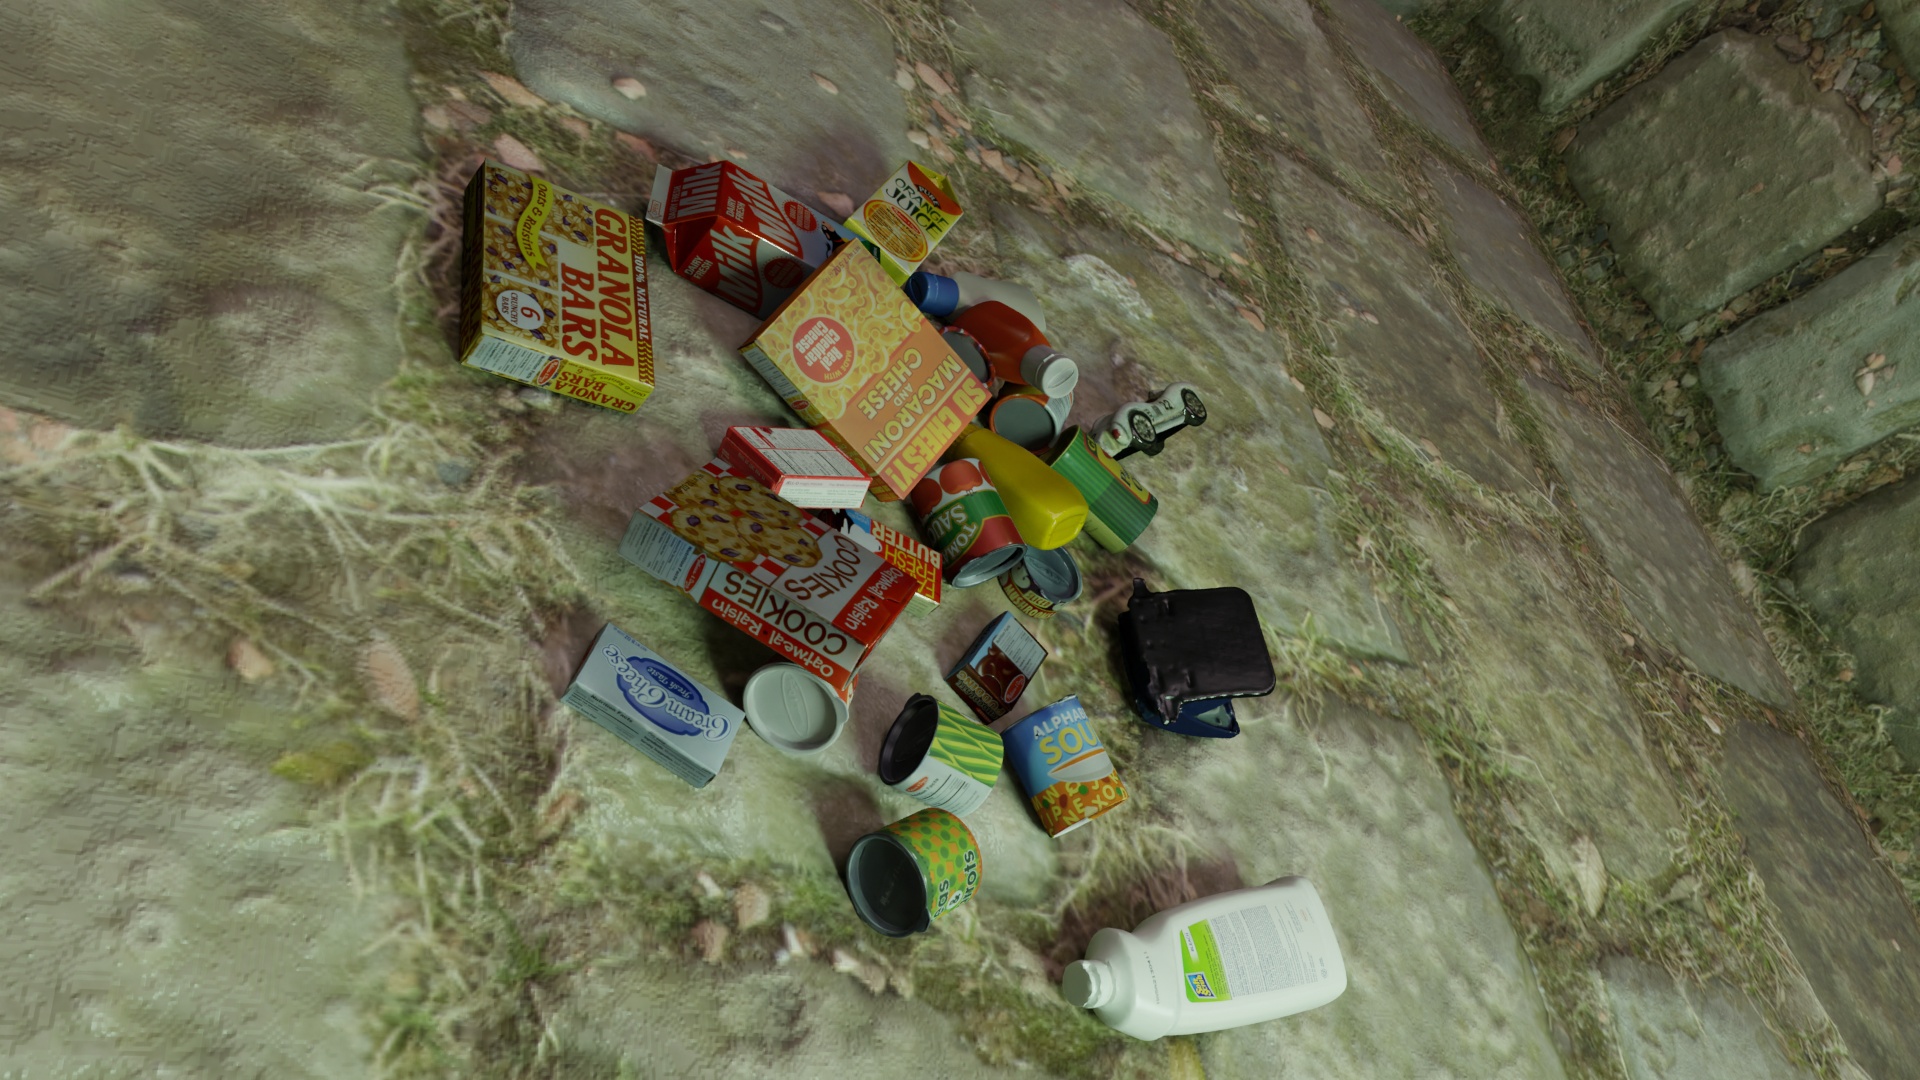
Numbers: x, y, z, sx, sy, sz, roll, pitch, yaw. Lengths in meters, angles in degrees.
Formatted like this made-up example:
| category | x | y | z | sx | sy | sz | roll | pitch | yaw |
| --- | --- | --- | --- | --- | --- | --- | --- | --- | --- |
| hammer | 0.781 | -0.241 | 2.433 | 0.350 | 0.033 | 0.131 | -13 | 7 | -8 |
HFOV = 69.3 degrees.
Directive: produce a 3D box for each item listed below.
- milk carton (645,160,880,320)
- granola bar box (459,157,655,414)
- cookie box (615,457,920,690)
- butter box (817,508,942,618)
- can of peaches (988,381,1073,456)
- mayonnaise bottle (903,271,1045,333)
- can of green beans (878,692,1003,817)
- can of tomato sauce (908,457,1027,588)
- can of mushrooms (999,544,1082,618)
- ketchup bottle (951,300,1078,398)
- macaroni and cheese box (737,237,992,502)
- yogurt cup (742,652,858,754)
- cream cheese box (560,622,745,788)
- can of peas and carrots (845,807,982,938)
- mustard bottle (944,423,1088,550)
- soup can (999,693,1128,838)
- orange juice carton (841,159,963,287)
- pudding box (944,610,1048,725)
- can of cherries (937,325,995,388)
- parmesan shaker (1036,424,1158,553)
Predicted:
| category | x | y | z | sx | sy | sz | roll | pitch | yaw |
| --- | --- | --- | --- | --- | --- | --- | --- | --- | --- |
| milk carton | -0.162 | -0.234 | 1.112 | 0.190 | 0.073 | 0.073 | 25 | 43 | -29 |
| granola bar box | -0.280 | -0.176 | 0.968 | 0.124 | 0.039 | 0.166 | 16 | 48 | -36 |
| cookie box | -0.120 | 0.017 | 0.904 | 0.167 | 0.040 | 0.123 | 31 | 22 | 2 |
| butter box | -0.061 | 0.015 | 1.040 | 0.103 | 0.024 | 0.053 | 27 | 43 | -27 |
| can of peaches | 0.061 | -0.117 | 1.249 | 0.071 | 0.071 | 0.058 | 40 | 38 | -13 |
| mayonnaise bottle | 0.013 | -0.223 | 1.311 | 0.148 | 0.041 | 0.065 | 5 | 54 | -42 |
| can of green beans | -0.013 | 0.146 | 0.940 | 0.058 | 0.071 | 0.071 | 31 | 40 | -24 |
| can of tomato sauce | 0.004 | -0.014 | 1.097 | 0.071 | 0.071 | 0.083 | -6 | 62 | -48 |
| can of mushrooms | 0.065 | 0.031 | 1.148 | 0.071 | 0.033 | 0.071 | 28 | 42 | -28 |
| ketchup bottle | 0.049 | -0.167 | 1.224 | 0.149 | 0.065 | 0.043 | 41 | -18 | 51 |
| macaroni and cheese box | -0.071 | -0.131 | 1.080 | 0.166 | 0.040 | 0.124 | 48 | 66 | -19 |
| yogurt cup | -0.100 | 0.096 | 0.898 | 0.072 | 0.072 | 0.054 | 44 | 29 | -8 |
| cream cheese box | -0.185 | 0.100 | 0.839 | 0.103 | 0.024 | 0.054 | 37 | 40 | -16 |
| can of peas and carrots | -0.027 | 0.208 | 0.870 | 0.059 | 0.070 | 0.071 | -13 | 68 | -51 |
| mustard bottle | 0.033 | -0.055 | 1.157 | 0.065 | 0.048 | 0.160 | -17 | 48 | -43 |
| soup can | 0.077 | 0.164 | 1.013 | 0.071 | 0.071 | 0.084 | -9 | 66 | -49 |
| orange juice carton | -0.060 | -0.280 | 1.258 | 0.073 | 0.071 | 0.194 | 42 | 37 | -10 |
| pudding box | 0.028 | 0.096 | 1.057 | 0.049 | 0.030 | 0.084 | 47 | 37 | -5 |
| can of cherries | -0.013 | -0.145 | 1.200 | 0.071 | 0.058 | 0.072 | 27 | 43 | -28 |
| parmesan shaker | 0.119 | -0.046 | 1.246 | 0.103 | 0.071 | 0.072 | 41 | 37 | -12 |
